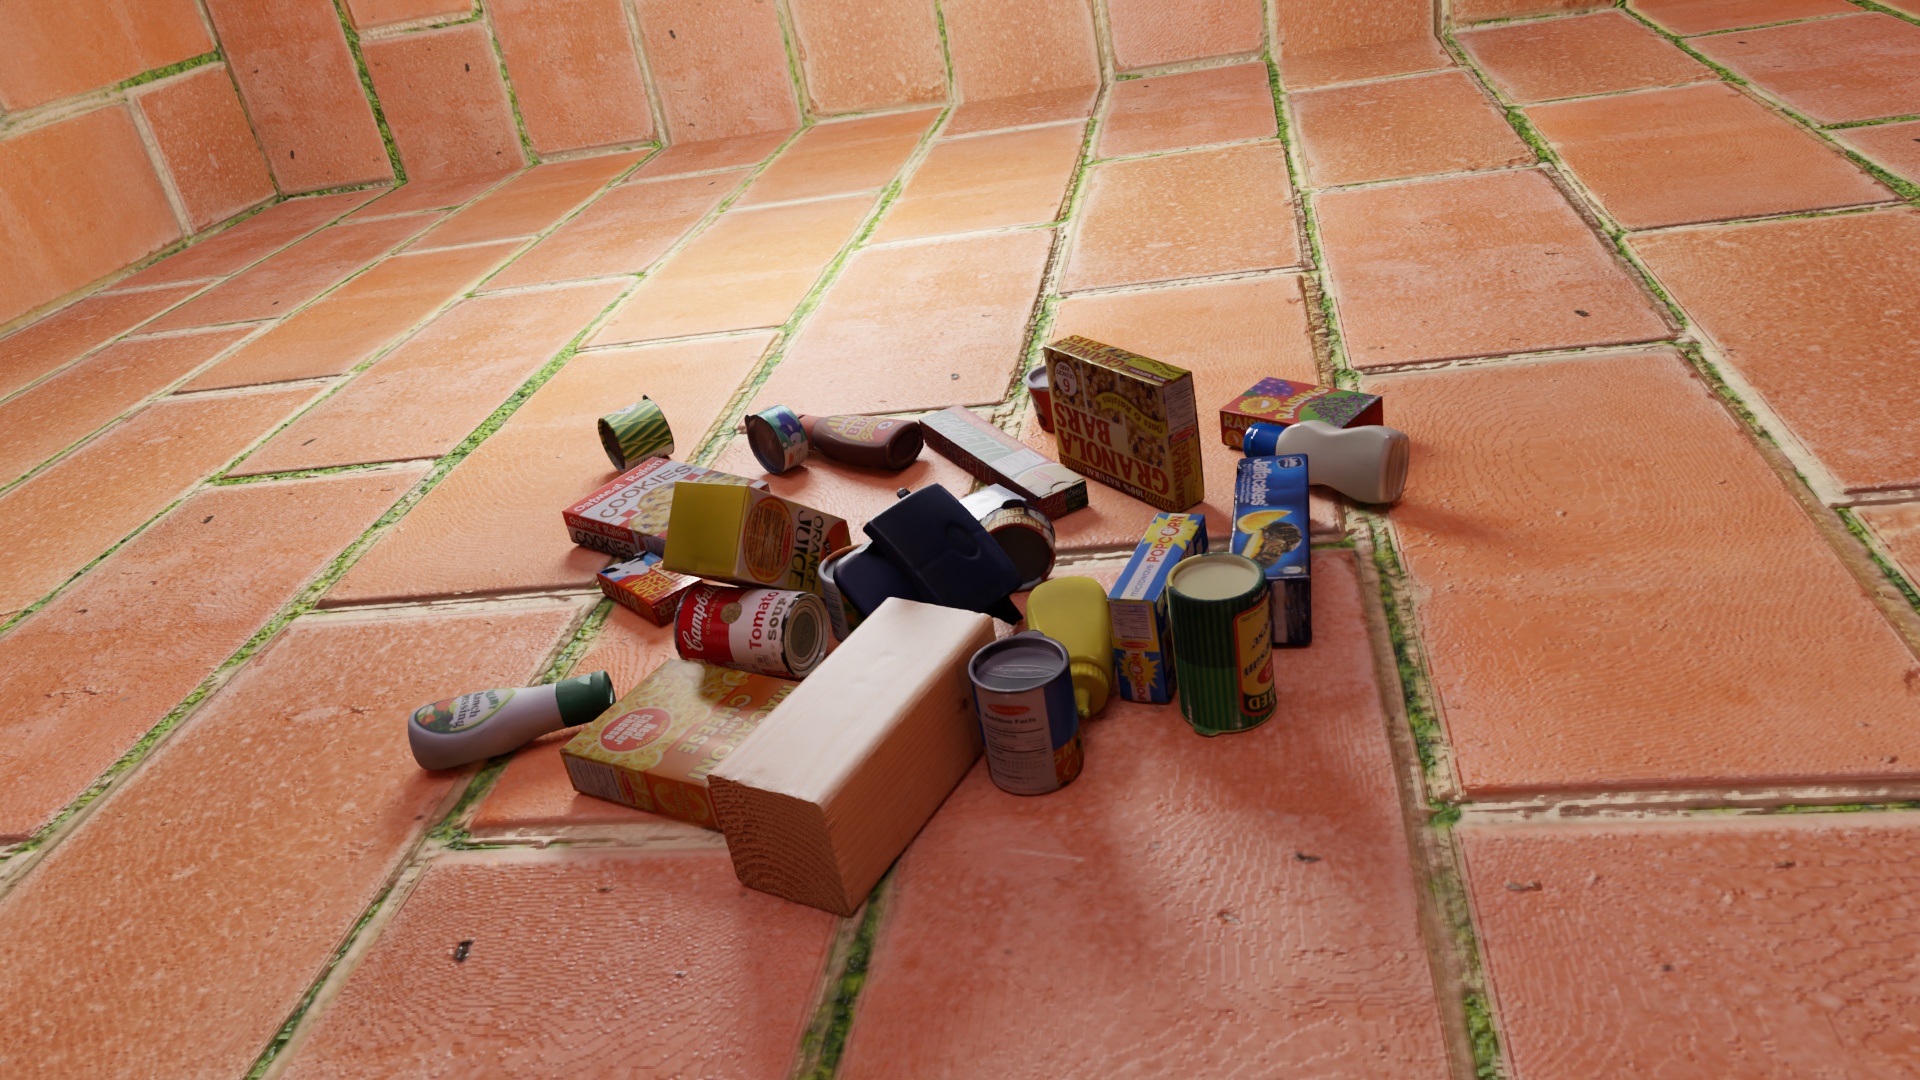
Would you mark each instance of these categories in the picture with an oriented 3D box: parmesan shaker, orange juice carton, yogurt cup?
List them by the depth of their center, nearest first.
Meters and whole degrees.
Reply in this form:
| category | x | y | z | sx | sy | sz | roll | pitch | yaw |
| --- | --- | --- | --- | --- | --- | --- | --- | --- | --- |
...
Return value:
| category | x | y | z | sx | sy | sz | roll | pitch | yaw |
| --- | --- | --- | --- | --- | --- | --- | --- | --- | --- |
| parmesan shaker | 0.174 | 0.069 | 0.928 | 0.071 | 0.102 | 0.071 | -8 | 28 | 5 |
| orange juice carton | -0.155 | 0.005 | 1.144 | 0.072 | 0.073 | 0.192 | 4 | -7 | 26 |
| yogurt cup | 0.103 | -0.145 | 1.404 | 0.072 | 0.053 | 0.073 | -8 | 28 | 5 |

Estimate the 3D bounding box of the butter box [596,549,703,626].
| category | x | y | z | sx | sy | sz | roll | pitch | yaw |
| --- | --- | --- | --- | --- | --- | --- | --- | --- | --- |
| butter box | -0.272 | 0.041 | 1.225 | 0.053 | 0.024 | 0.103 | -29 | 33 | -32 |

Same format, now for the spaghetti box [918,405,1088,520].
| category | x | y | z | sx | sy | sz | roll | pitch | yaw |
| --- | --- | --- | --- | --- | --- | --- | --- | --- | --- |
| spaghetti box | 0.036 | -0.078 | 1.331 | 0.050 | 0.028 | 0.250 | -22 | 30 | -20 |

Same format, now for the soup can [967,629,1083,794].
| category | x | y | z | sx | sy | sz | roll | pitch | yaw |
| --- | --- | --- | --- | --- | --- | --- | --- | --- | --- |
| soup can | 0.045 | 0.113 | 0.913 | 0.071 | 0.083 | 0.072 | -8 | 28 | 4 |

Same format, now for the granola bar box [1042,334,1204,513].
| category | x | y | z | sx | sy | sz | roll | pitch | yaw |
| --- | --- | --- | --- | --- | --- | --- | --- | --- | --- |
| granola bar box | 0.146 | -0.107 | 1.244 | 0.039 | 0.123 | 0.166 | -25 | 31 | -25 |

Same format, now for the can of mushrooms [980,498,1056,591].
| category | x | y | z | sx | sy | sz | roll | pitch | yaw |
| --- | --- | --- | --- | --- | --- | --- | --- | --- | --- |
| can of mushrooms | 0.044 | 0.004 | 1.129 | 0.071 | 0.070 | 0.033 | -8 | 29 | 7 |

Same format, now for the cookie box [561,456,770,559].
| category | x | y | z | sx | sy | sz | roll | pitch | yaw |
| --- | --- | --- | --- | --- | --- | --- | --- | --- | --- |
| cookie box | -0.281 | -0.026 | 1.337 | 0.167 | 0.040 | 0.123 | 13 | 36 | 36 |

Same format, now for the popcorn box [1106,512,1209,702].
| category | x | y | z | sx | sy | sz | roll | pitch | yaw |
| --- | --- | --- | --- | --- | --- | --- | --- | --- | --- |
| popcorn box | 0.146 | 0.046 | 1.000 | 0.038 | 0.085 | 0.127 | 3 | 31 | 26 |

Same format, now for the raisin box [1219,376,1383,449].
| category | x | y | z | sx | sy | sz | roll | pitch | yaw |
| --- | --- | --- | --- | --- | --- | --- | --- | --- | --- |
| raisin box | 0.314 | -0.110 | 1.281 | 0.123 | 0.040 | 0.086 | 17 | 40 | 40 |

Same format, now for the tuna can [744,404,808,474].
| category | x | y | z | sx | sy | sz | roll | pitch | yaw |
| --- | --- | --- | --- | --- | --- | --- | --- | --- | --- |
| tuna can | -0.188 | -0.105 | 1.419 | 0.033 | 0.070 | 0.071 | -28 | 32 | -32 |

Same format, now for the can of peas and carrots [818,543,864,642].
| category | x | y | z | sx | sy | sz | roll | pitch | yaw |
| --- | --- | --- | --- | --- | --- | --- | --- | --- | --- |
| can of peas and carrots | -0.074 | 0.041 | 1.116 | 0.071 | 0.058 | 0.071 | -8 | 28 | 5 |

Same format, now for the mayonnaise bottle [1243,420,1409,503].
| category | x | y | z | sx | sy | sz | roll | pitch | yaw |
| --- | --- | --- | --- | --- | --- | --- | --- | --- | --- |
| mayonnaise bottle | 0.311 | -0.074 | 1.192 | 0.041 | 0.064 | 0.148 | -5 | 15 | -39 |

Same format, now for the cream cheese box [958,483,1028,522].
| category | x | y | z | sx | sy | sz | roll | pitch | yaw |
| --- | --- | --- | --- | --- | --- | --- | --- | --- | --- |
| cream cheese box | 0.004 | -0.015 | 1.231 | 0.104 | 0.024 | 0.053 | -24 | 29 | -23 |

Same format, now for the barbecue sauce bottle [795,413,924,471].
| category | x | y | z | sx | sy | sz | roll | pitch | yaw |
| --- | --- | --- | --- | --- | --- | --- | --- | --- | --- |
| barbecue sauce bottle | -0.112 | -0.104 | 1.417 | 0.148 | 0.043 | 0.065 | 11 | 35 | 36 |

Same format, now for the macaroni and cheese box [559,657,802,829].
| category | x | y | z | sx | sy | sz | roll | pitch | yaw |
| --- | --- | --- | --- | --- | --- | --- | --- | --- | --- |
| macaroni and cheese box | -0.178 | 0.142 | 0.985 | 0.166 | 0.040 | 0.124 | 7 | 33 | 31 |

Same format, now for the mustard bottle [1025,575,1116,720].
| category | x | y | z | sx | sy | sz | roll | pitch | yaw |
| --- | --- | --- | --- | --- | --- | --- | --- | --- | --- |
| mustard bottle | 0.081 | 0.083 | 0.993 | 0.065 | 0.048 | 0.161 | -10 | 28 | 6 |

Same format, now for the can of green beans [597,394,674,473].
| category | x | y | z | sx | sy | sz | roll | pitch | yaw |
| --- | --- | --- | --- | --- | --- | --- | --- | --- | --- |
| can of green beans | -0.349 | -0.112 | 1.493 | 0.058 | 0.071 | 0.071 | -27 | 32 | -27 |

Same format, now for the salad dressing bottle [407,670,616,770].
| category | x | y | z | sx | sy | sz | roll | pitch | yaw |
| --- | --- | --- | --- | --- | --- | --- | --- | --- | --- |
| salad dressing bottle | -0.338 | 0.134 | 1.054 | 0.148 | 0.043 | 0.064 | -14 | 27 | -6 |
